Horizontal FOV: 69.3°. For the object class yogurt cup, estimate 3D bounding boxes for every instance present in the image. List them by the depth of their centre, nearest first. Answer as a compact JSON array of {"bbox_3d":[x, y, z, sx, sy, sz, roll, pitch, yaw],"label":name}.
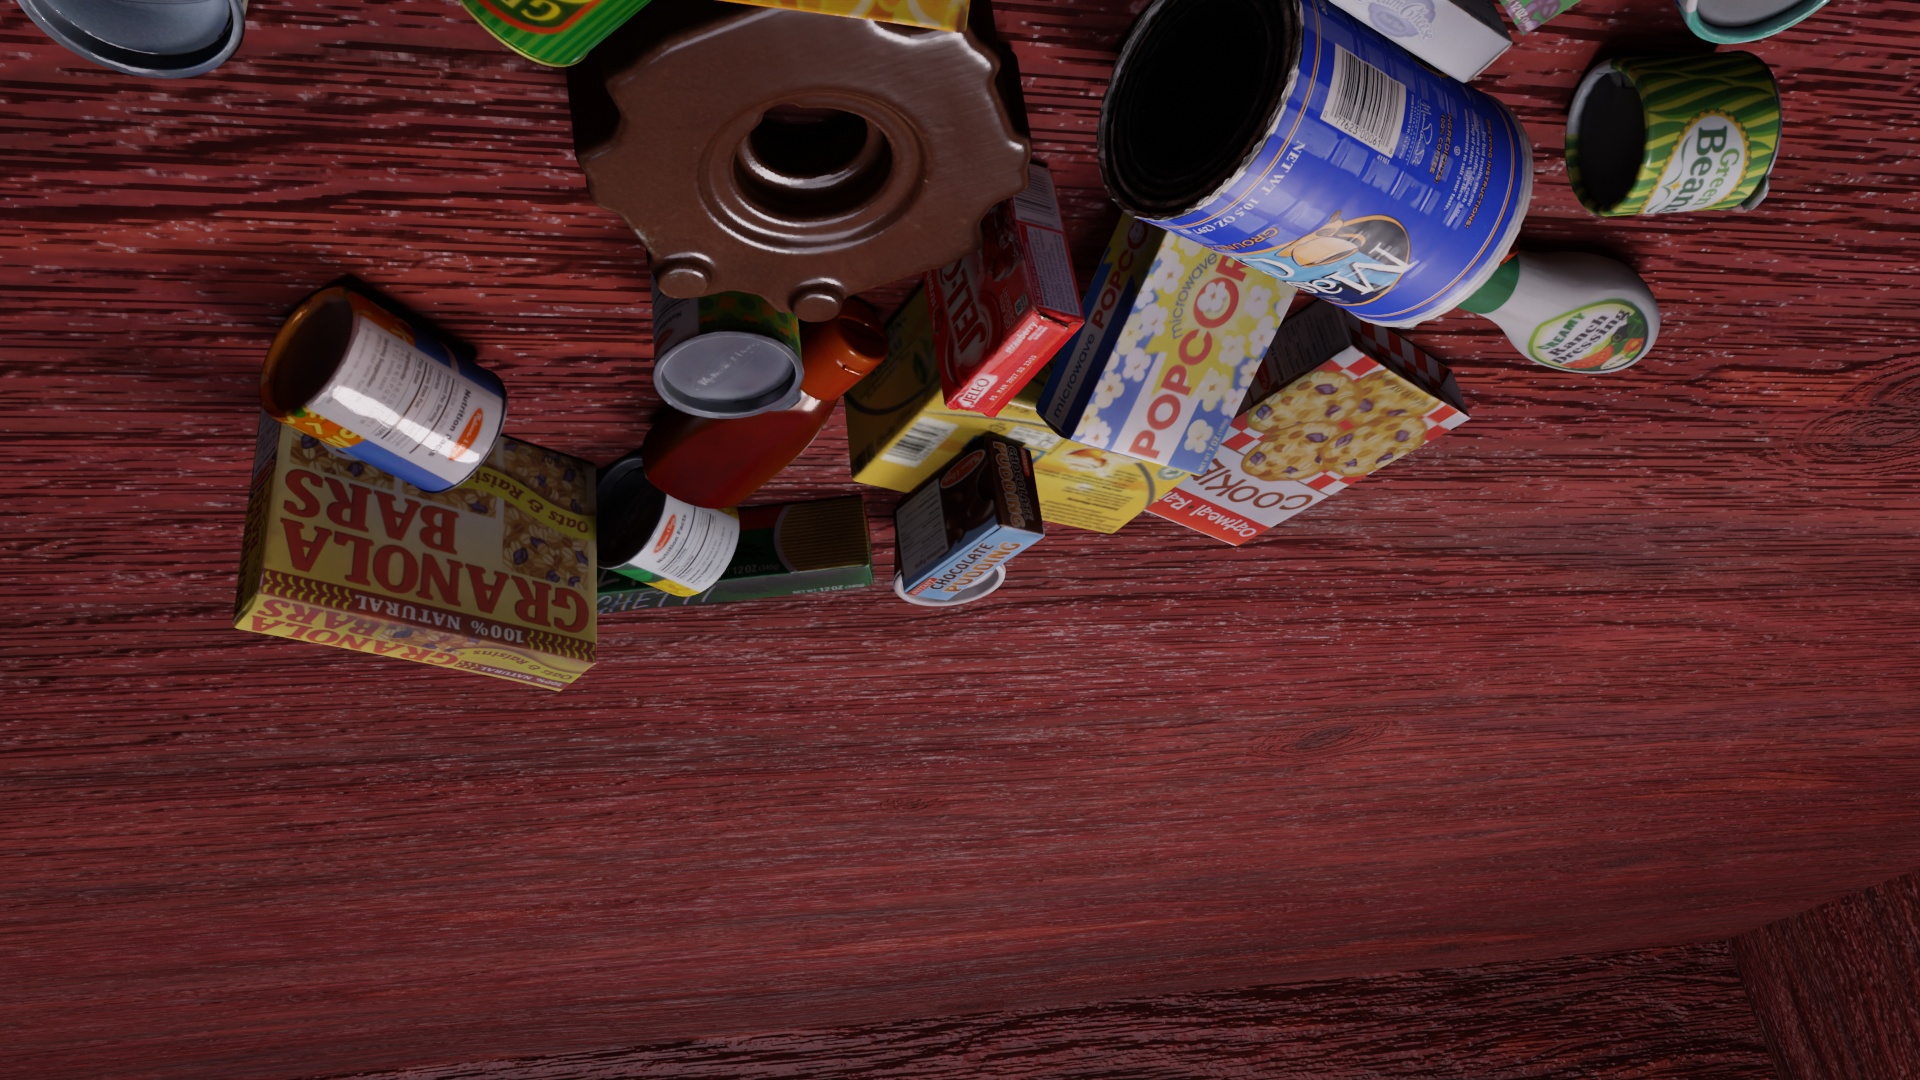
[{"bbox_3d":[-0.010,0.002,0.843,0.072,0.054,0.072,-6,152,-3],"label":"yogurt cup"}]

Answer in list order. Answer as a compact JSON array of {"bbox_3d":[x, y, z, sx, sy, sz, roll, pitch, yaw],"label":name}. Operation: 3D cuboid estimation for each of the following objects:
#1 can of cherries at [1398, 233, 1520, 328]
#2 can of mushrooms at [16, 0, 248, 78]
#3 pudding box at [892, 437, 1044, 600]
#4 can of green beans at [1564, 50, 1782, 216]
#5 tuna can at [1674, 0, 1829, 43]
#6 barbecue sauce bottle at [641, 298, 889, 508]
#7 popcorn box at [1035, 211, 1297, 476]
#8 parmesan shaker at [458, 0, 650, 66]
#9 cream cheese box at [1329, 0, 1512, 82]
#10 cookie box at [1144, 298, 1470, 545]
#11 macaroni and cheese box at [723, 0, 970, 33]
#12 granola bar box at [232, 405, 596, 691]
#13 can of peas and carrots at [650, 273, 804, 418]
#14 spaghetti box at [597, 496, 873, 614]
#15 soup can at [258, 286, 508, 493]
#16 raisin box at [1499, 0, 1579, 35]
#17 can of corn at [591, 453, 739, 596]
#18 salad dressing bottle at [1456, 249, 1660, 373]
[{"bbox_3d":[0.211,-0.139,0.630,0.071,0.072,0.058,14,143,-35],"label":"can of cherries"},{"bbox_3d":[-0.265,-0.187,0.447,0.071,0.033,0.070,-6,152,-3],"label":"can of mushrooms"},{"bbox_3d":[0.002,-0.009,0.687,0.030,0.050,0.083,12,147,-35],"label":"pudding box"},{"bbox_3d":[0.301,-0.173,0.592,0.058,0.071,0.071,-5,151,-6],"label":"can of green beans"},{"bbox_3d":[0.308,-0.225,0.531,0.071,0.033,0.070,-6,152,-3],"label":"tuna can"},{"bbox_3d":[-0.096,-0.068,0.702,0.065,0.044,0.148,18,141,-40],"label":"barbecue sauce bottle"},{"bbox_3d":[0.099,-0.099,0.637,0.085,0.038,0.126,12,111,-33],"label":"popcorn box"},{"bbox_3d":[-0.107,-0.205,0.425,0.103,0.071,0.071,-26,147,28],"label":"parmesan shaker"},{"bbox_3d":[0.151,-0.208,0.499,0.104,0.053,0.024,13,142,-34],"label":"cream cheese box"},{"bbox_3d":[0.181,-0.062,0.792,0.123,0.040,0.167,19,141,-40],"label":"cookie box"},{"bbox_3d":[-0.048,-0.224,0.348,0.124,0.040,0.165,1,118,-18],"label":"macaroni and cheese box"},{"bbox_3d":[-0.265,-0.001,0.694,0.165,0.125,0.039,19,140,-40],"label":"granola bar box"},{"bbox_3d":[-0.104,-0.097,0.630,0.071,0.059,0.070,-7,152,-3],"label":"can of peas and carrots"},{"bbox_3d":[-0.178,0.014,0.824,0.250,0.050,0.028,-6,150,-4],"label":"spaghetti box"},{"bbox_3d":[-0.264,-0.068,0.635,0.071,0.071,0.083,-22,148,23],"label":"soup can"},{"bbox_3d":[0.229,-0.242,0.473,0.123,0.040,0.086,-27,146,34],"label":"raisin box"},{"bbox_3d":[-0.167,-0.009,0.772,0.071,0.071,0.058,-25,148,27],"label":"can of corn"},{"bbox_3d":[0.291,-0.123,0.704,0.148,0.044,0.064,10,145,-30],"label":"salad dressing bottle"}]
